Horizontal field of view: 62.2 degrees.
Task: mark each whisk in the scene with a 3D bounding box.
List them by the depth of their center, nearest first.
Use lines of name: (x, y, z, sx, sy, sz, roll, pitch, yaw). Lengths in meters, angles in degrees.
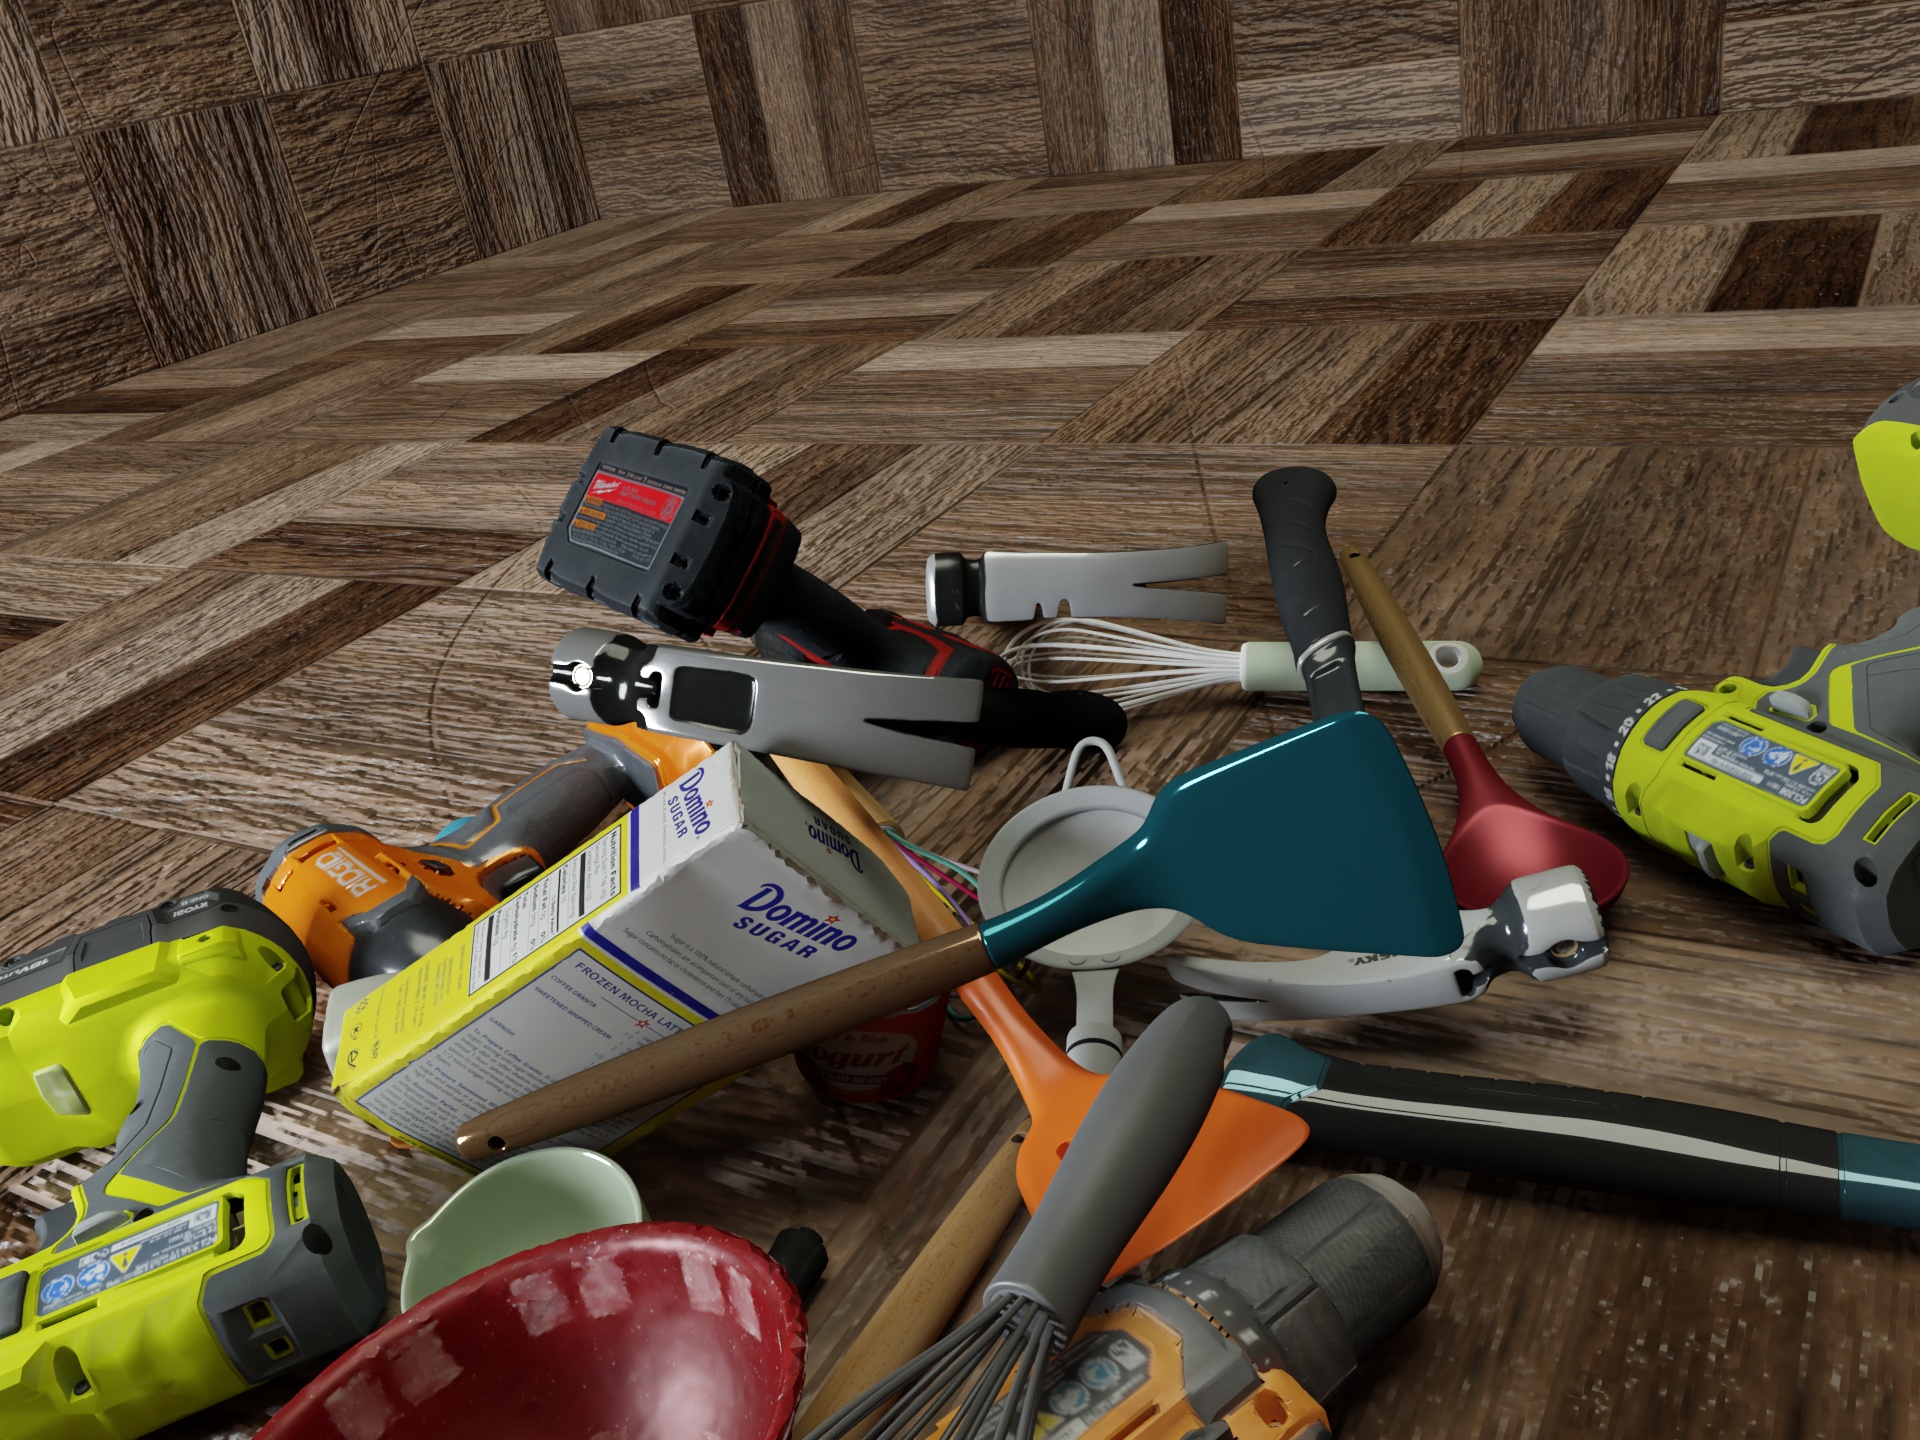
whisk: (0.015, 0.135, 0.369, 0.055, 0.055, 0.239, 5, 29, 30)
whisk: (-0.025, 0.064, 0.696, 0.047, 0.051, 0.245, 3, 16, -23)
whisk: (0.137, -0.027, 0.811, 0.246, 0.059, 0.058, 0, 64, 13)

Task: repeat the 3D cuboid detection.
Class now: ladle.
ladle: (0.213, -0.003, 0.709, 0.069, 0.031, 0.316, -12, 33, 4)

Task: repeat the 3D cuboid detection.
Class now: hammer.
hammer: (0.239, 0.129, 0.463, 0.331, 0.033, 0.128, 2, 28, 25)
hammer: (-0.001, -0.002, 0.646, 0.146, 0.035, 0.334, 9, 3, 26)
hammer: (0.161, -0.016, 0.710, 0.149, 0.036, 0.409, -17, 30, 16)
hammer: (0.043, -0.070, 0.818, 0.127, 0.034, 0.337, -1, 5, -2)

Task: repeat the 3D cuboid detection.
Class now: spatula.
spatula: (-0.016, 0.081, 0.478, 0.317, 0.082, 0.044, -22, 22, 9)
spatula: (-0.008, 0.069, 0.549, 0.081, 0.041, 0.323, -29, 41, -14)

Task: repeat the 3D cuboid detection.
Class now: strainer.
strainer: (0.045, 0.107, 0.545, 0.087, 0.050, 0.259, -5, 39, 10)

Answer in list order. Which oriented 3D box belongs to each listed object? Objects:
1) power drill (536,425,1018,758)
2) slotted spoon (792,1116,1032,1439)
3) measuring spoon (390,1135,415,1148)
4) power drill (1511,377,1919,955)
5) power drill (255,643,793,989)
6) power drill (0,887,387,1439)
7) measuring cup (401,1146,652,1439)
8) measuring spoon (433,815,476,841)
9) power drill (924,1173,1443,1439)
power drill: (-0.096, -0.058, 0.797, 0.188, 0.226, 0.080, 22, 84, 43)
slotted spoon: (-0.044, 0.207, 0.420, 0.070, 0.031, 0.314, 1, 26, 31)
measuring spoon: (-0.161, 0.144, 0.614, 0.117, 0.011, 0.021, -18, 34, -8)
power drill: (0.351, -0.032, 0.628, 0.228, 0.080, 0.191, -43, 32, -5)
power drill: (-0.182, 0.057, 0.720, 0.226, 0.084, 0.164, -33, 36, -31)
power drill: (-0.302, 0.161, 0.558, 0.171, 0.080, 0.223, -20, 30, -15)
measuring cup: (-0.140, 0.205, 0.461, 0.083, 0.038, 0.168, 0, 42, 19)
measuring spoon: (-0.280, 0.077, 0.776, 0.128, 0.021, 0.042, -28, 30, -34)
power drill: (0.100, 0.191, 0.342, 0.185, 0.084, 0.226, -26, 25, -29)
